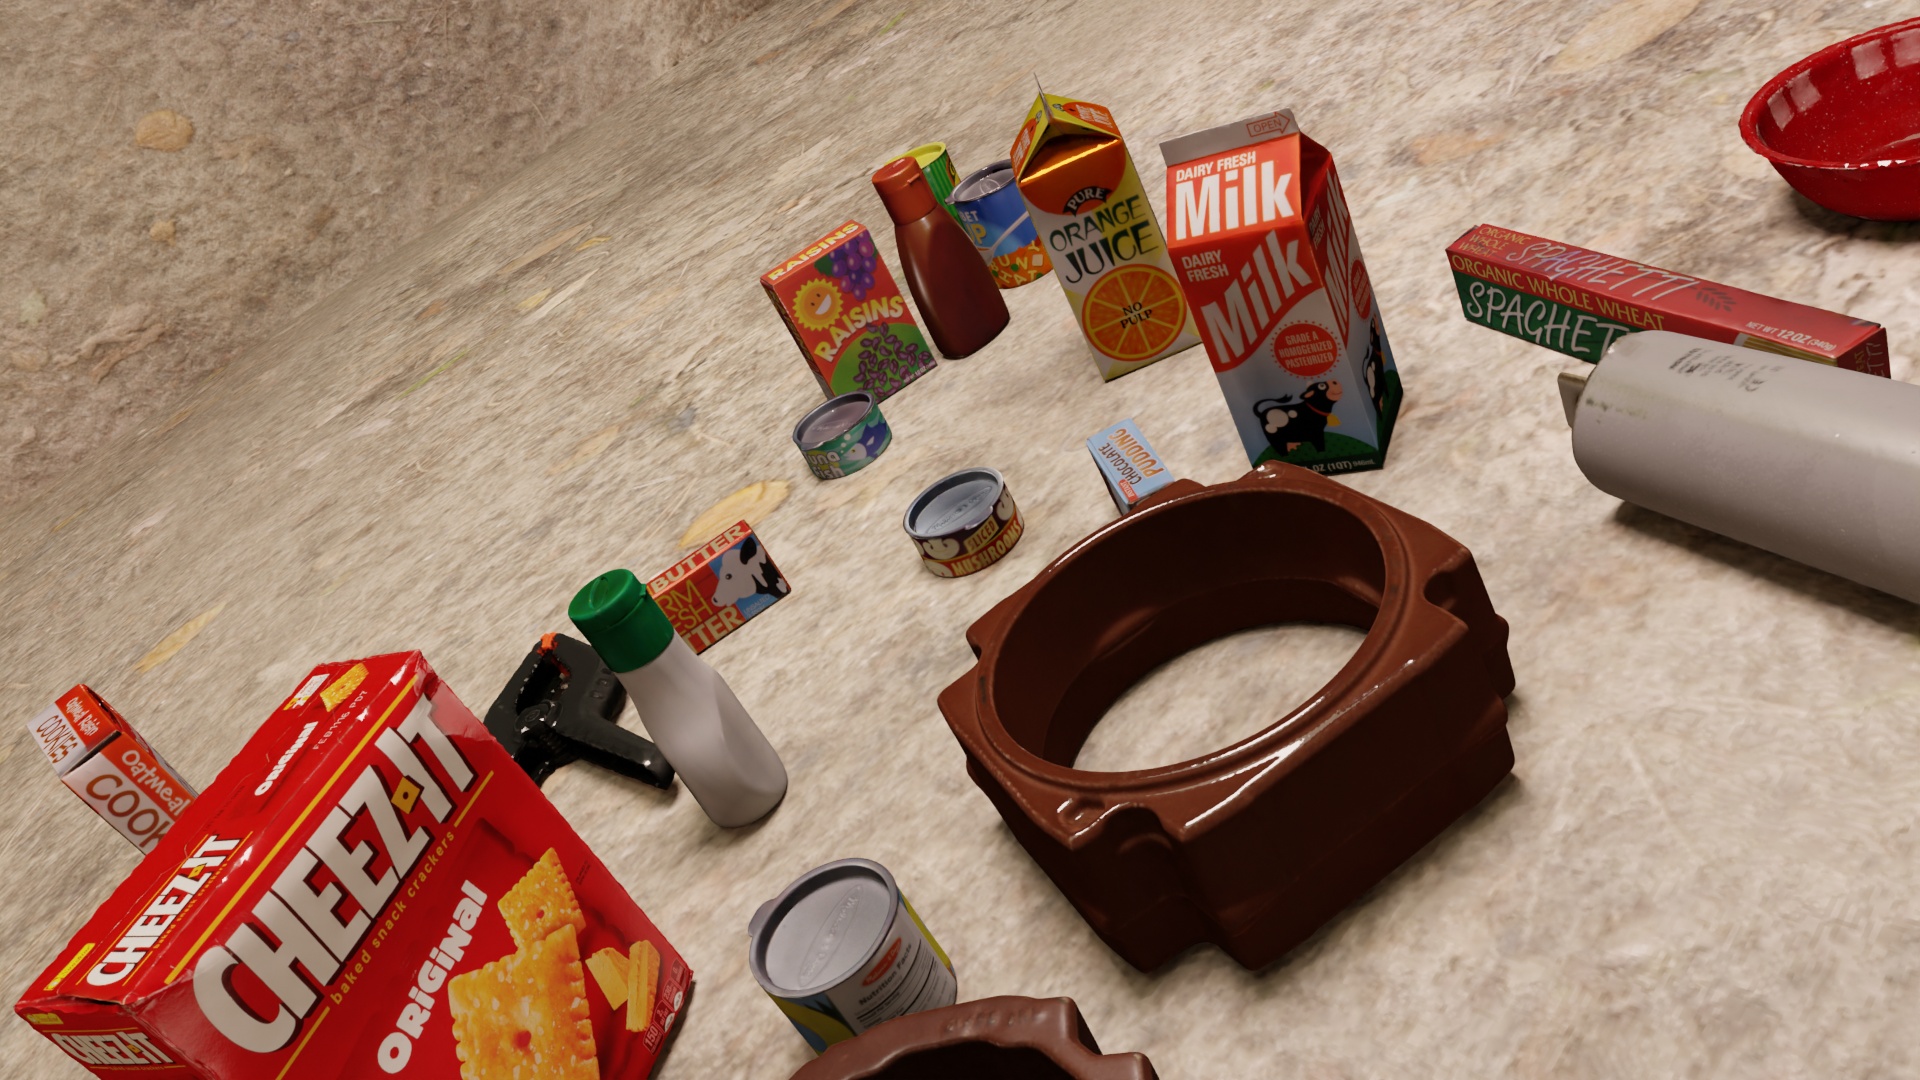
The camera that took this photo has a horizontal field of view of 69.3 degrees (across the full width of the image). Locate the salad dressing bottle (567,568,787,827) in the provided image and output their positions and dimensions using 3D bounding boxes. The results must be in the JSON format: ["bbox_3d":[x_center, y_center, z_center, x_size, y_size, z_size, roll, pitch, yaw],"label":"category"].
[{"bbox_3d":[-0.140,0.080,0.695,0.044,0.147,0.064,-26,30,5],"label":"salad dressing bottle"}]

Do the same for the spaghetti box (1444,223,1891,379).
[{"bbox_3d":[0.334,-0.109,0.686,0.029,0.050,0.251,-33,30,-7],"label":"spaghetti box"}]

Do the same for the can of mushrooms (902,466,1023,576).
[{"bbox_3d":[0.003,-0.010,0.828,0.071,0.033,0.071,-21,31,13],"label":"can of mushrooms"}]

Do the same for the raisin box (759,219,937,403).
[{"bbox_3d":[-0.083,-0.165,1.048,0.086,0.123,0.040,-34,30,-9],"label":"raisin box"}]

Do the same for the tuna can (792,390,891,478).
[{"bbox_3d":[-0.086,-0.075,1.002,0.071,0.032,0.071,-21,31,13],"label":"tuna can"}]

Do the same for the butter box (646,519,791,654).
[{"bbox_3d":[-0.164,0.037,0.874,0.104,0.053,0.024,-34,30,-10],"label":"butter box"}]

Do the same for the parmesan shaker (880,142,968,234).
[{"bbox_3d":[-0.023,-0.280,1.194,0.071,0.102,0.072,-21,30,13],"label":"parmesan shaker"}]

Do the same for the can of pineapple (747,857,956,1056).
[{"bbox_3d":[-0.044,0.172,0.562,0.071,0.057,0.071,-21,31,13],"label":"can of pineapple"}]

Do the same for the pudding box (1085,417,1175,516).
[{"bbox_3d":[0.099,-0.026,0.756,0.030,0.049,0.084,-27,30,3],"label":"pudding box"}]

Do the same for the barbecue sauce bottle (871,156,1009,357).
[{"bbox_3d":[-0.018,-0.214,1.042,0.065,0.148,0.043,-44,33,-25],"label":"barbecue sauce bottle"}]

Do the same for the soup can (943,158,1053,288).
[{"bbox_3d":[0.036,-0.255,1.127,0.071,0.083,0.072,-21,31,13],"label":"soup can"}]

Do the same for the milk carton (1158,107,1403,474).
[{"bbox_3d":[0.165,-0.128,0.716,0.072,0.190,0.074,-7,36,33],"label":"milk carton"}]

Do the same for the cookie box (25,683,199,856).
[{"bbox_3d":[-0.457,0.164,0.808,0.123,0.166,0.040,11,48,48],"label":"cookie box"}]

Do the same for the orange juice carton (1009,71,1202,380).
[{"bbox_3d":[0.088,-0.209,0.903,0.073,0.192,0.072,-22,30,12],"label":"orange juice carton"}]
